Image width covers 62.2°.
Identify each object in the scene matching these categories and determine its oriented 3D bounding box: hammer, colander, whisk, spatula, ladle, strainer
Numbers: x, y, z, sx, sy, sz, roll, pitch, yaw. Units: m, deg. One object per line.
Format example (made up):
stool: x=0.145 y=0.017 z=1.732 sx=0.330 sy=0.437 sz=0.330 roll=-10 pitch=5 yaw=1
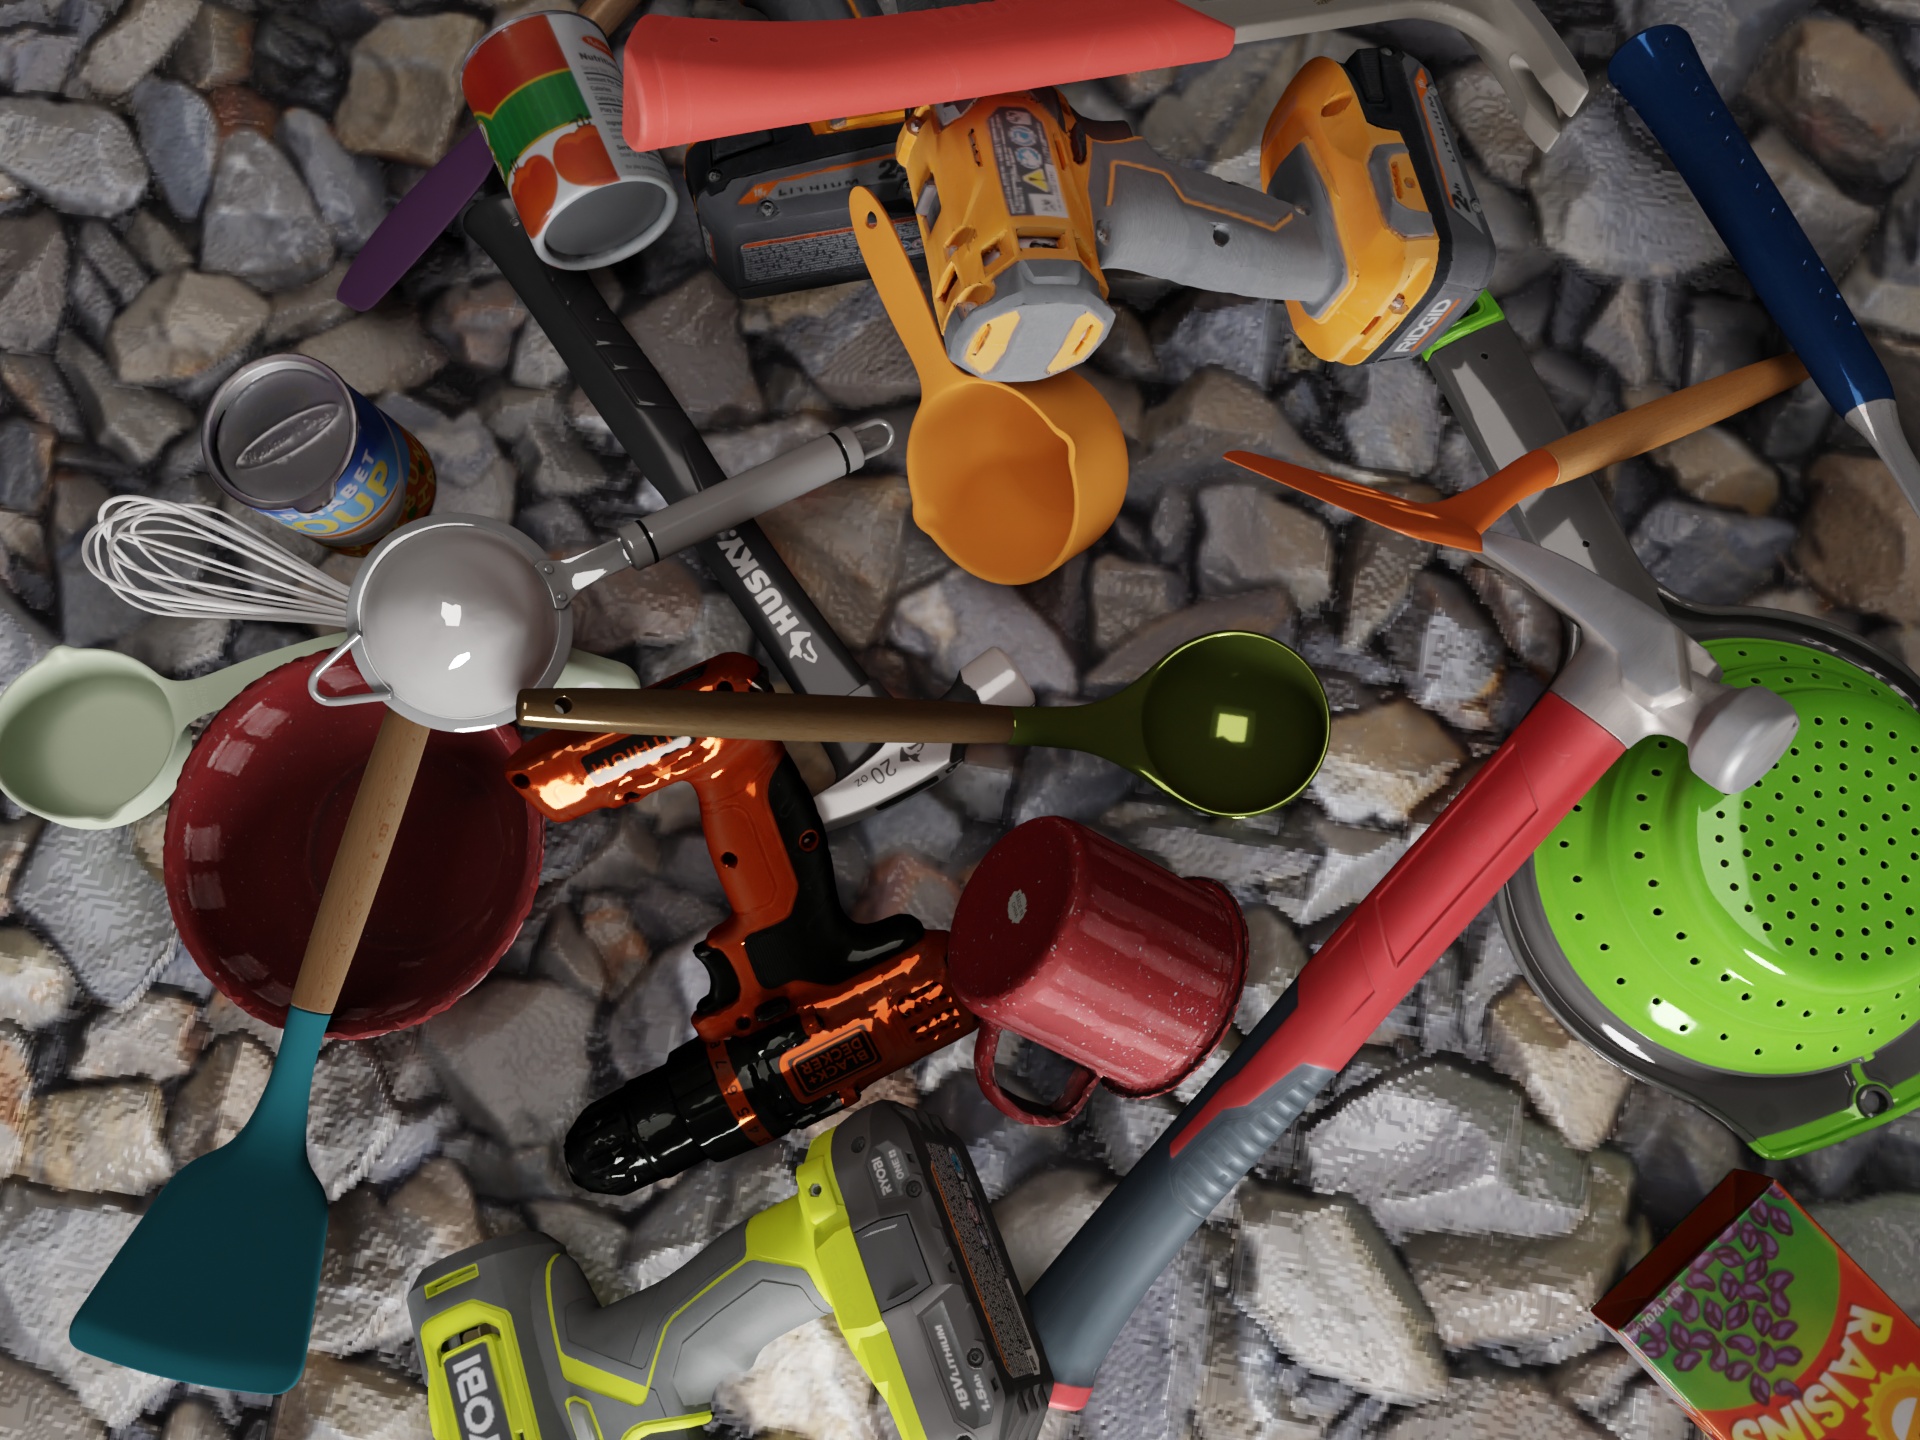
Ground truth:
hammer: x=0.367 y=-0.112 z=0.628 sx=0.144 sy=0.035 sz=0.406 roll=-5 pitch=65 yaw=-33
colander: x=0.284 y=-0.024 z=0.626 sx=0.204 sy=0.094 sz=0.397 roll=-25 pitch=80 yaw=0
hammer: x=0.127 y=0.105 z=0.612 sx=0.386 sy=0.038 sz=0.143 roll=-51 pitch=53 yaw=9
whisk: x=-0.257 y=-0.047 z=0.689 sx=0.246 sy=0.057 sz=0.059 roll=17 pitch=41 yaw=-2
spatula: x=0.236 y=-0.109 z=0.597 sx=0.322 sy=0.041 sz=0.081 roll=-22 pitch=38 yaw=-31
spatula: x=-0.183 y=-0.312 z=0.740 sx=0.316 sy=0.018 sz=0.060 roll=-52 pitch=46 yaw=-7
spatula: x=-0.244 y=0.087 z=0.616 sx=0.082 sy=0.044 sz=0.317 roll=16 pitch=81 yaw=-6
hammer: x=-0.121 y=-0.099 z=0.698 sx=0.146 sy=0.035 sz=0.335 roll=-35 pitch=80 yaw=-3
hammer: x=0.054 y=-0.244 z=0.578 sx=0.359 sy=0.036 sz=0.149 roll=-18 pitch=66 yaw=-22
ladle: x=-0.001 y=-0.002 z=0.598 sx=0.320 sy=0.062 sz=0.078 roll=2 pitch=77 yaw=-26
strainer: x=-0.137 y=-0.068 z=0.638 sx=0.258 sy=0.050 sz=0.087 roll=-28 pitch=101 yaw=-18

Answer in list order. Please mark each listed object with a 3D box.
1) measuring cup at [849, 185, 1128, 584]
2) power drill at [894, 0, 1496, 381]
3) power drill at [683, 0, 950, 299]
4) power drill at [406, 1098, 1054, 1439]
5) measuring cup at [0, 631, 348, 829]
measuring cup: x=0.009 y=-0.144 z=0.659 sx=0.052 sy=0.095 sz=0.173 roll=-30 pitch=96 yaw=-44
power drill: x=0.083 y=-0.228 z=0.641 sx=0.226 sy=0.084 sz=0.185 roll=-5 pitch=69 yaw=-20
power drill: x=-0.087 y=-0.307 z=0.696 sx=0.164 sy=0.084 sz=0.226 roll=-11 pitch=80 yaw=-6
power drill: x=-0.087 y=0.261 z=0.593 sx=0.228 sy=0.080 sz=0.191 roll=-27 pitch=66 yaw=8
measuring cup: x=-0.335 y=-0.004 z=0.704 sx=0.167 sy=0.038 sz=0.083 roll=-20 pitch=78 yaw=-16
